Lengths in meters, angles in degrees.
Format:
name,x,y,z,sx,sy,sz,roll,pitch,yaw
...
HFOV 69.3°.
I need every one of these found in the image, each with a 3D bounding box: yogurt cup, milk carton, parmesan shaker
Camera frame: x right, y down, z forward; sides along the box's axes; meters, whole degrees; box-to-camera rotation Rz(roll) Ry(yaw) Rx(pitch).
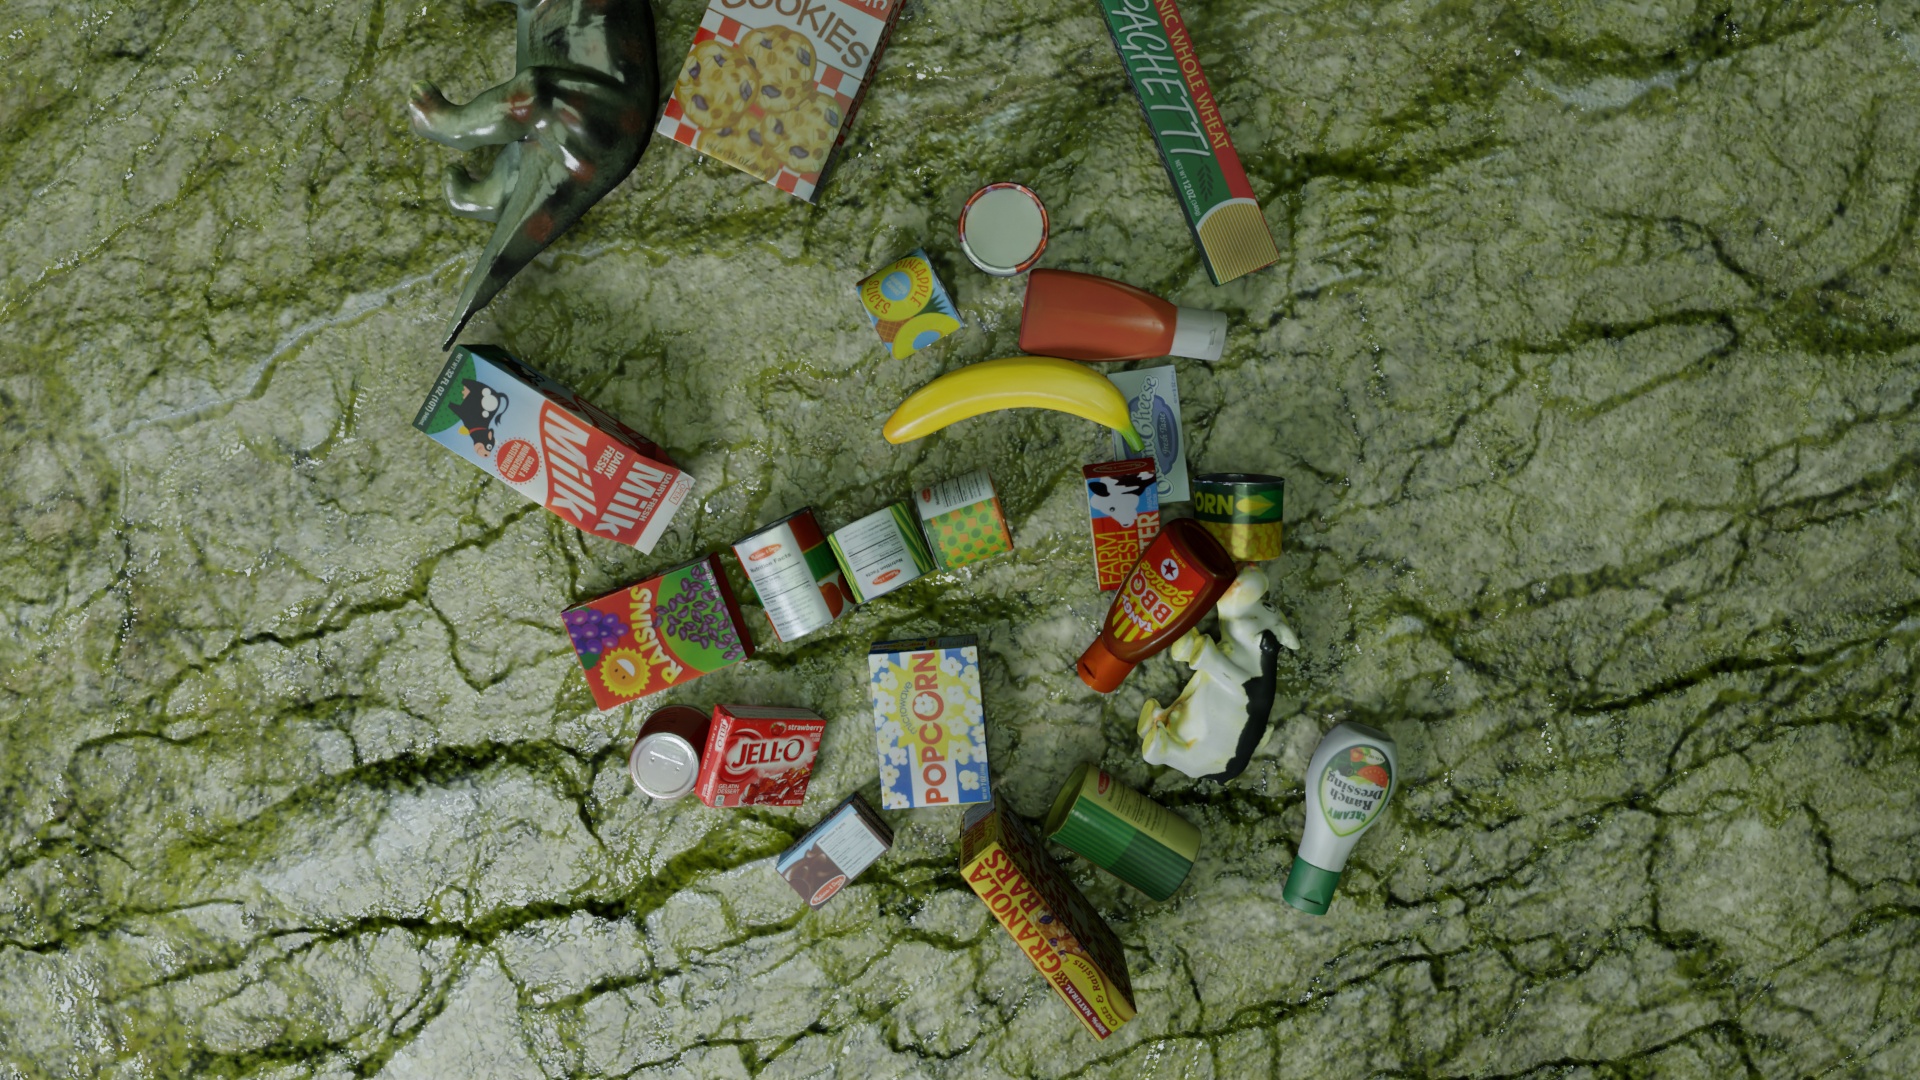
name,x,y,z,sx,sy,sz,roll,pitch,yaw
yogurt cup,-0.223,0.167,1.075,0.072,0.054,0.072,0,97,1
milk carton,-0.297,-0.067,1.036,0.190,0.073,0.072,33,97,-3
parmesan shaker,0.124,0.225,1.065,0.103,0.071,0.071,31,98,-3

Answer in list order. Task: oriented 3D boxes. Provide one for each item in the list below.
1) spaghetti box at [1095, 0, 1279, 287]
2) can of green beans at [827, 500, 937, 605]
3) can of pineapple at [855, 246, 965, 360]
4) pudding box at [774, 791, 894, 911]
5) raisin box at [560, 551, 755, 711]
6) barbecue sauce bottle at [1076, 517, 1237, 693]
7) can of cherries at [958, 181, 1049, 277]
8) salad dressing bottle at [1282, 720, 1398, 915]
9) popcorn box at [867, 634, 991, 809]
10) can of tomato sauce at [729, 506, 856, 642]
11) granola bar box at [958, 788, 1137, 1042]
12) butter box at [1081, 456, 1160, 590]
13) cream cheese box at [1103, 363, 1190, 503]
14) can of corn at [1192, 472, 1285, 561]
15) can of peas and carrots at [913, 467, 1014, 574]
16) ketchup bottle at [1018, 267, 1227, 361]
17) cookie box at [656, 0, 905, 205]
name,x,y,z,sx,sy,sz,roll,pitch,yaw
spaghetti box,0.162,-0.309,1.013,0.050,0.029,0.249,-24,97,4
can of green beans,-0.059,0.009,1.041,0.071,0.071,0.058,-25,90,5
can of pineapple,-0.037,-0.174,1.017,0.058,0.071,0.071,-28,96,5
pudding box,-0.099,0.245,1.094,0.083,0.030,0.049,-42,96,6
raisin box,-0.233,0.070,1.070,0.123,0.040,0.086,-20,97,3
barbecue sauce bottle,0.139,0.054,1.029,0.065,0.044,0.147,54,129,26
can of cherries,0.032,-0.229,1.013,0.071,0.058,0.071,0,98,2
salad dressing bottle,0.290,0.215,1.073,0.064,0.044,0.147,18,98,1
popcorn box,-0.023,0.141,1.074,0.085,0.038,0.126,-5,97,3
can of tomato sauce,-0.125,0.025,1.049,0.071,0.071,0.083,-25,97,5
granola bar box,0.063,0.279,1.047,0.039,0.124,0.165,-38,95,5
butter box,0.123,-0.012,1.036,0.053,0.024,0.103,-7,123,5
cream cheese box,0.141,-0.078,1.047,0.053,0.024,0.103,-8,97,4
can of corn,0.204,-0.018,1.031,0.071,0.071,0.058,1,99,2
can of peas and carrots,0.004,-0.013,1.040,0.059,0.071,0.071,-19,97,4
ketchup bottle,0.120,-0.161,1.027,0.149,0.044,0.064,8,106,0
cookie box,-0.129,-0.348,1.011,0.123,0.040,0.167,25,99,-1
